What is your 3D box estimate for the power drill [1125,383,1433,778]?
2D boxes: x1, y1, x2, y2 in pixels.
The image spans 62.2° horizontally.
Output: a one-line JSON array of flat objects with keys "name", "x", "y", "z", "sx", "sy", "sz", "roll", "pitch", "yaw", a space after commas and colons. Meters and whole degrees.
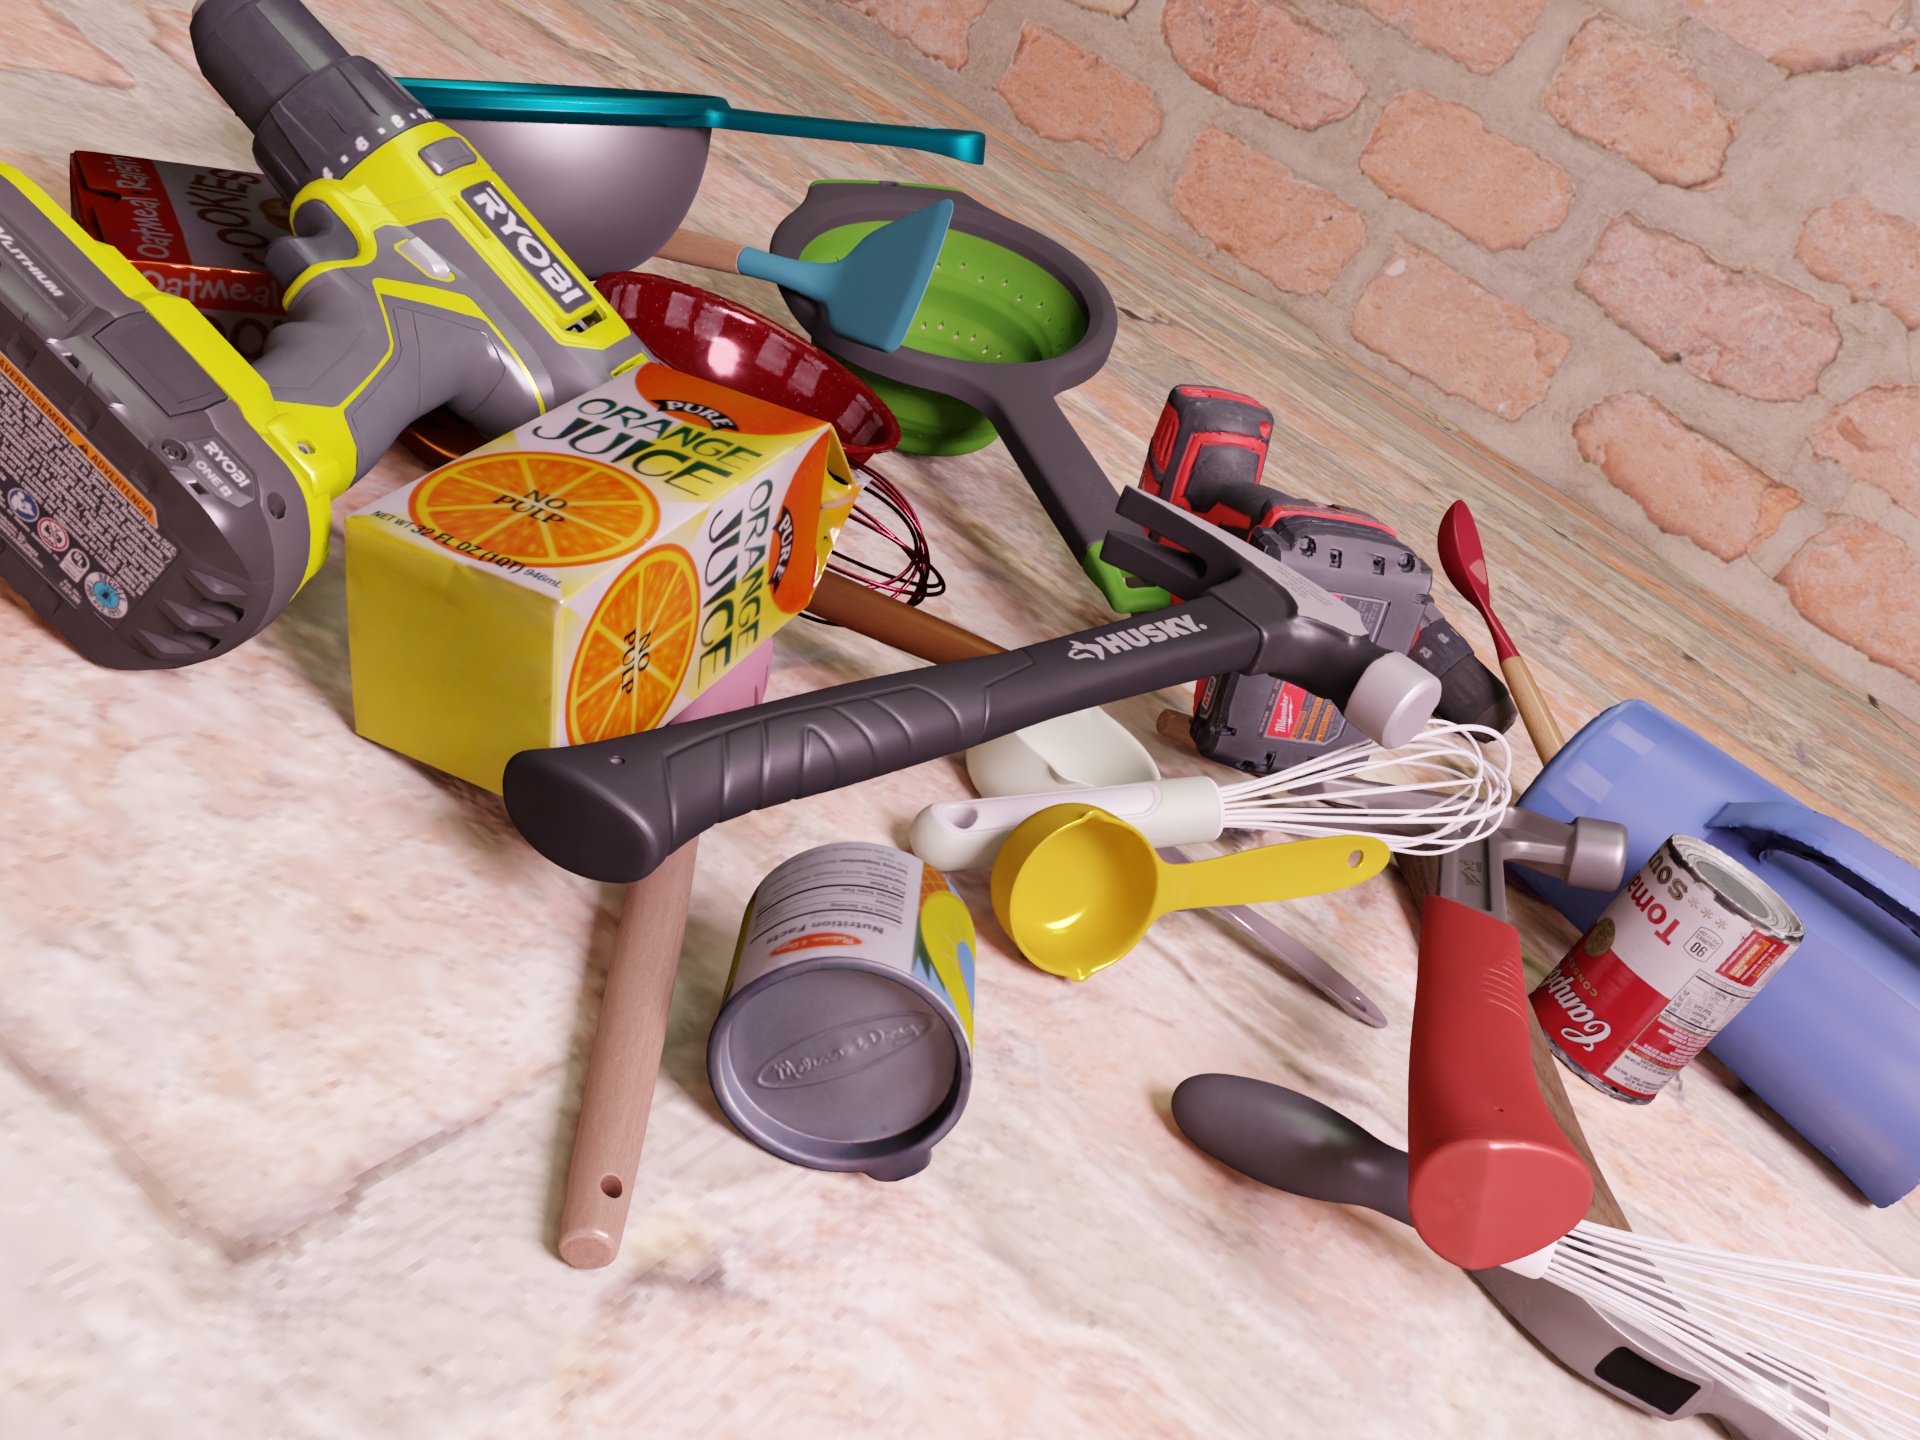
[{"name": "power drill", "x": 0.134, "y": -0.067, "z": 0.774, "sx": 0.078, "sy": 0.143, "sz": 0.220, "roll": 7, "pitch": 26, "yaw": -15}]

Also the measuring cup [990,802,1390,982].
[{"name": "measuring cup", "x": 0.082, "y": 0.052, "z": 0.561, "sx": 0.156, "sy": 0.062, "sz": 0.029, "roll": -4, "pitch": 18, "yaw": -25}]

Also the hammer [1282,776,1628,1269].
[{"name": "hammer", "x": 0.173, "y": 0.084, "z": 0.570, "sx": 0.149, "sy": 0.036, "sz": 0.359, "roll": 8, "pitch": 15, "yaw": 16}]

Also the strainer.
[{"name": "strainer", "x": -0.158, "y": -0.260, "z": 0.786, "sx": 0.340, "sy": 0.095, "sz": 0.211, "roll": 8, "pitch": 22, "yaw": 7}]

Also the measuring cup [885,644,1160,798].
[{"name": "measuring cup", "x": -0.001, "y": -0.002, "z": 0.635, "sx": 0.167, "sy": 0.038, "sz": 0.083, "roll": 29, "pitch": 24, "yaw": 1}]

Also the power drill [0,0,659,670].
[{"name": "power drill", "x": -0.213, "y": -0.133, "z": 0.489, "sx": 0.190, "sy": 0.080, "sz": 0.229, "roll": 49, "pitch": 33, "yaw": -12}]

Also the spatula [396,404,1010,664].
[{"name": "spatula", "x": -0.109, "y": -0.082, "z": 0.612, "sx": 0.323, "sy": 0.041, "sz": 0.081, "roll": 24, "pitch": 27, "yaw": 15}]

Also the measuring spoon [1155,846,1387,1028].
[{"name": "measuring spoon", "x": 0.116, "y": 0.089, "z": 0.628, "sx": 0.124, "sy": 0.018, "sz": 0.034, "roll": 36, "pitch": 23, "yaw": -7}]

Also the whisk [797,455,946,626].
[{"name": "whisk", "x": -0.137, "y": -0.119, "z": 0.684, "sx": 0.296, "sy": 0.073, "sz": 0.073, "roll": 28, "pitch": 23, "yaw": 10}]

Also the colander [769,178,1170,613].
[{"name": "colander", "x": 0.010, "y": -0.166, "z": 0.887, "sx": 0.204, "sy": 0.094, "sz": 0.398, "roll": -5, "pitch": 46, "yaw": -24}]

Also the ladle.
[{"name": "ladle", "x": 0.354, "y": -0.016, "z": 0.992, "sx": 0.069, "sy": 0.031, "sz": 0.316, "roll": 38, "pitch": 32, "yaw": -45}]

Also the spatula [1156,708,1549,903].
[{"name": "spatula", "x": 0.233, "y": 0.047, "z": 0.832, "sx": 0.315, "sy": 0.018, "sz": 0.060, "roll": 19, "pitch": 47, "yaw": -24}]

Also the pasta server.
[{"name": "pasta server", "x": -0.089, "y": 0.034, "z": 0.477, "sx": 0.060, "sy": 0.040, "sz": 0.316, "roll": 24, "pitch": 29, "yaw": -17}]

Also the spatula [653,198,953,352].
[{"name": "spatula", "x": -0.142, "y": -0.260, "z": 0.860, "sx": 0.318, "sy": 0.082, "sz": 0.044, "roll": 19, "pitch": -3, "yaw": 25}]

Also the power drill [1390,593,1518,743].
[{"name": "power drill", "x": 0.252, "y": -0.056, "z": 0.994, "sx": 0.188, "sy": 0.080, "sz": 0.226, "roll": 49, "pitch": 24, "yaw": 21}]

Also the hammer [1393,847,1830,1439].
[{"name": "hammer", "x": 0.220, "y": 0.133, "z": 0.638, "sx": 0.130, "sy": 0.031, "sz": 0.331, "roll": 27, "pitch": 24, "yaw": -10}]

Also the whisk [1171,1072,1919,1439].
[{"name": "whisk", "x": 0.197, "y": 0.164, "z": 0.467, "sx": 0.285, "sy": 0.070, "sz": 0.070, "roll": 19, "pitch": 21, "yaw": 14}]

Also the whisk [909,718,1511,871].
[{"name": "whisk", "x": 0.099, "y": 0.032, "z": 0.592, "sx": 0.246, "sy": 0.059, "sz": 0.058, "roll": -5, "pitch": 39, "yaw": -18}]

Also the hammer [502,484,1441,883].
[{"name": "hammer", "x": 0.010, "y": -0.012, "z": 0.516, "sx": 0.334, "sy": 0.035, "sz": 0.146, "roll": -15, "pitch": 46, "yaw": -41}]
